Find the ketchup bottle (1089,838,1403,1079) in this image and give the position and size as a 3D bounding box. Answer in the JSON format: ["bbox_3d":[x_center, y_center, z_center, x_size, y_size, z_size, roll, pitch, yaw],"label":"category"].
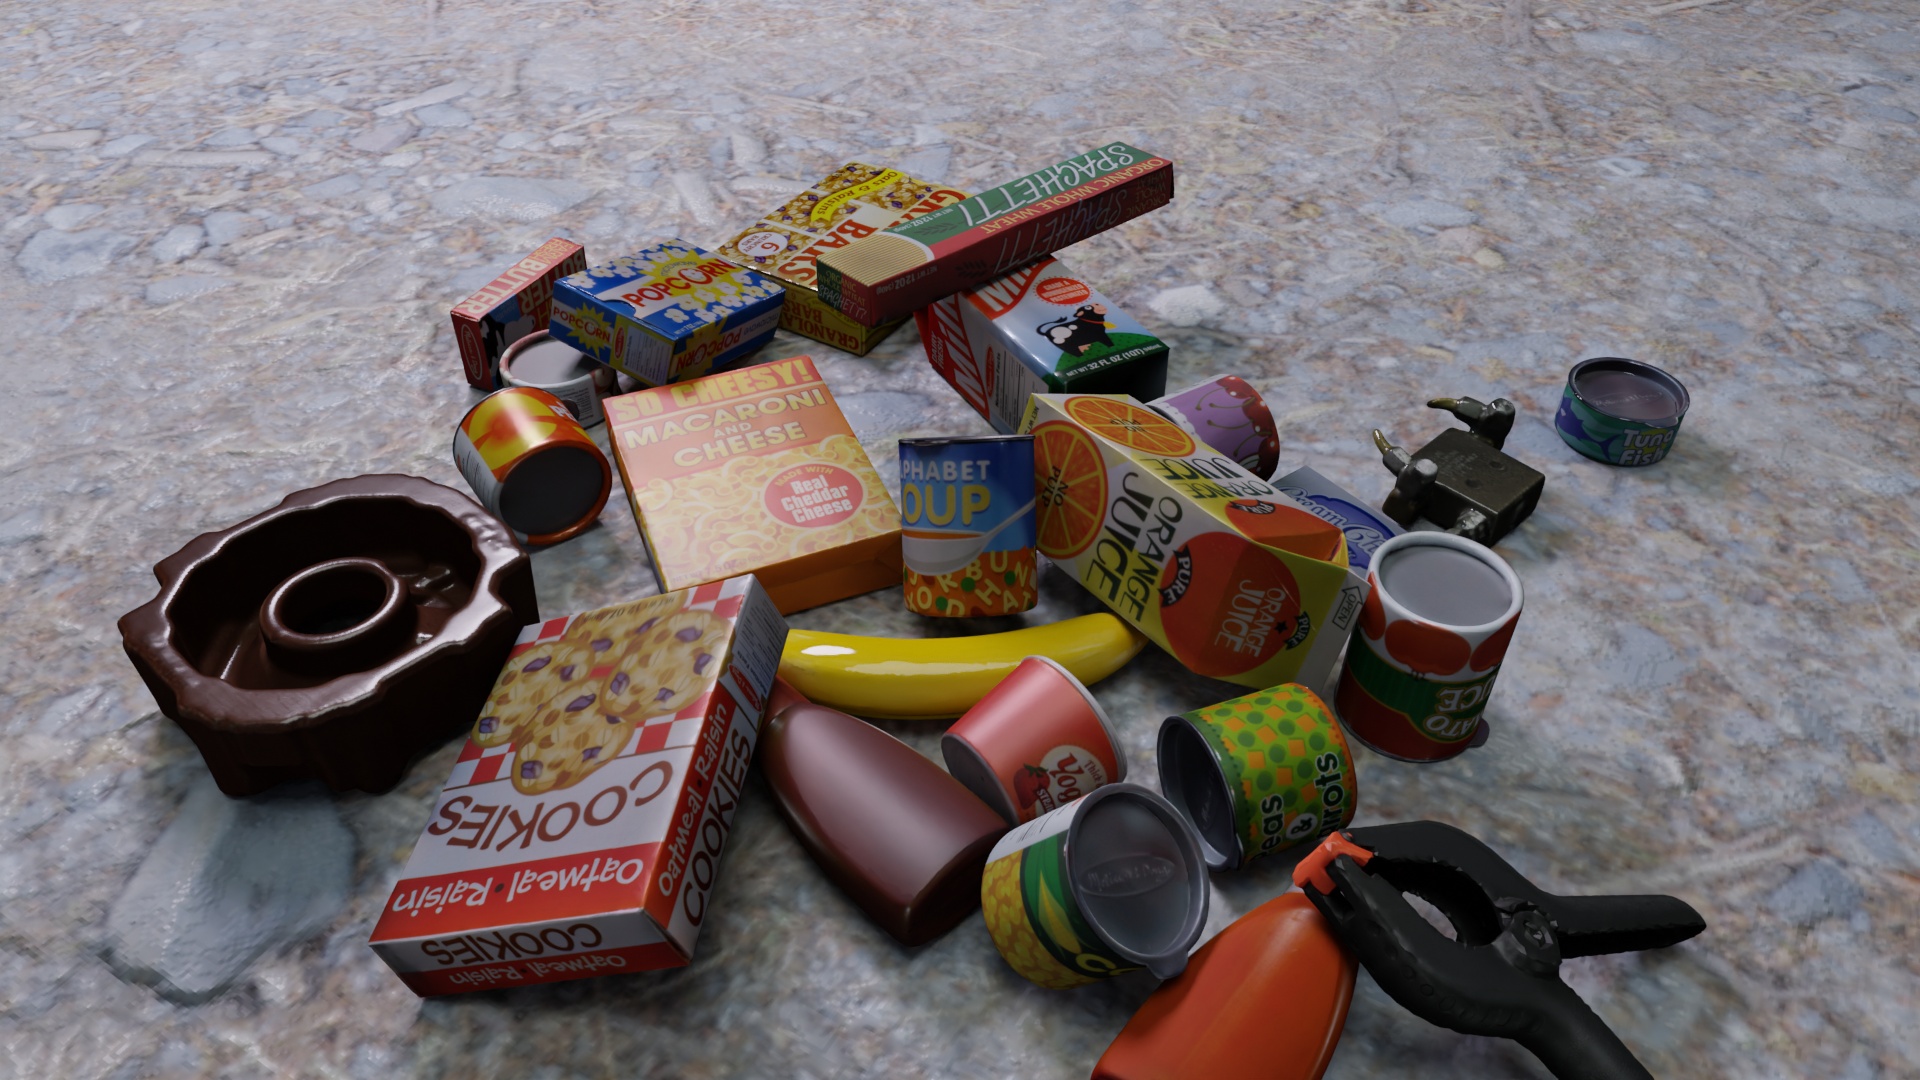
[{"bbox_3d":[0.114,0.168,0.513,0.065,0.043,0.149,31,49,27],"label":"ketchup bottle"}]

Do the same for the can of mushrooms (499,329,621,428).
[{"bbox_3d":[-0.238,-0.098,0.827,0.071,0.033,0.071,0,41,0],"label":"can of mushrooms"}]

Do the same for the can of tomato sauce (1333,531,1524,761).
[{"bbox_3d":[0.210,0.048,0.623,0.071,0.082,0.071,0,41,0],"label":"can of tomato sauce"}]

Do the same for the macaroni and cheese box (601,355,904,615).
[{"bbox_3d":[-0.113,-0.028,0.742,0.124,0.040,0.167,-15,43,-17],"label":"macaroni and cheese box"}]

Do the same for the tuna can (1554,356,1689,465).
[{"bbox_3d":[0.383,-0.074,0.804,0.071,0.032,0.071,0,41,0],"label":"tuna can"}]

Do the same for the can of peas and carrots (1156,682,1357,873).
[{"bbox_3d":[0.123,0.099,0.576,0.059,0.070,0.071,-14,43,-16],"label":"can of peas and carrots"}]

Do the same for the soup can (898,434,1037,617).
[{"bbox_3d":[0.002,-0.008,0.669,0.071,0.083,0.071,-2,5,0],"label":"soup can"}]

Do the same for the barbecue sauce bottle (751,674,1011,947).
[{"bbox_3d":[-0.050,0.103,0.588,0.065,0.043,0.149,-31,49,-33],"label":"barbecue sauce bottle"}]

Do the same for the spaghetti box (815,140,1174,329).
[{"bbox_3d":[0.028,-0.186,0.823,0.251,0.028,0.050,-29,46,-32],"label":"spaghetti box"}]

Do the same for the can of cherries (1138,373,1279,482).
[{"bbox_3d":[0.130,-0.048,0.750,0.058,0.071,0.072,-23,46,-26],"label":"can of cherries"}]

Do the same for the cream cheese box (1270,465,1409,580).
[{"bbox_3d":[0.197,0.003,0.720,0.053,0.024,0.104,-25,47,-27],"label":"cream cheese box"}]

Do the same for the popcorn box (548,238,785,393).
[{"bbox_3d":[-0.174,-0.139,0.840,0.085,0.038,0.127,27,31,12],"label":"popcorn box"}]

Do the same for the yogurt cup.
[{"bbox_3d":[0.029,0.090,0.589,0.054,0.072,0.072,-32,50,-22],"label":"yogurt cup"}]

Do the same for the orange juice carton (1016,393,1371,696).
[{"bbox_3d":[0.108,0.001,0.664,0.073,0.071,0.193,-4,32,-41],"label":"orange juice carton"}]

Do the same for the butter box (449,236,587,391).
[{"bbox_3d":[-0.270,-0.142,0.863,0.024,0.052,0.104,18,44,17],"label":"butter box"}]

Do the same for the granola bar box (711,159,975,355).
[{"bbox_3d":[-0.069,-0.196,0.939,0.124,0.038,0.166,23,46,23],"label":"granola bar box"}]

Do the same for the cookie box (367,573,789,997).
[{"bbox_3d":[-0.147,0.096,0.565,0.123,0.040,0.168,-12,39,20],"label":"cookie box"}]

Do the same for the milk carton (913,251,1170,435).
[{"bbox_3d":[0.037,-0.119,0.824,0.072,0.073,0.191,-21,45,-23],"label":"milk carton"}]

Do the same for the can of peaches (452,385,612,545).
[{"bbox_3d":[-0.224,-0.041,0.735,0.071,0.070,0.058,-24,47,-25],"label":"can of peaches"}]

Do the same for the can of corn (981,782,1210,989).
[{"bbox_3d":[0.051,0.134,0.524,0.071,0.058,0.071,17,56,-28],"label":"can of corn"}]
